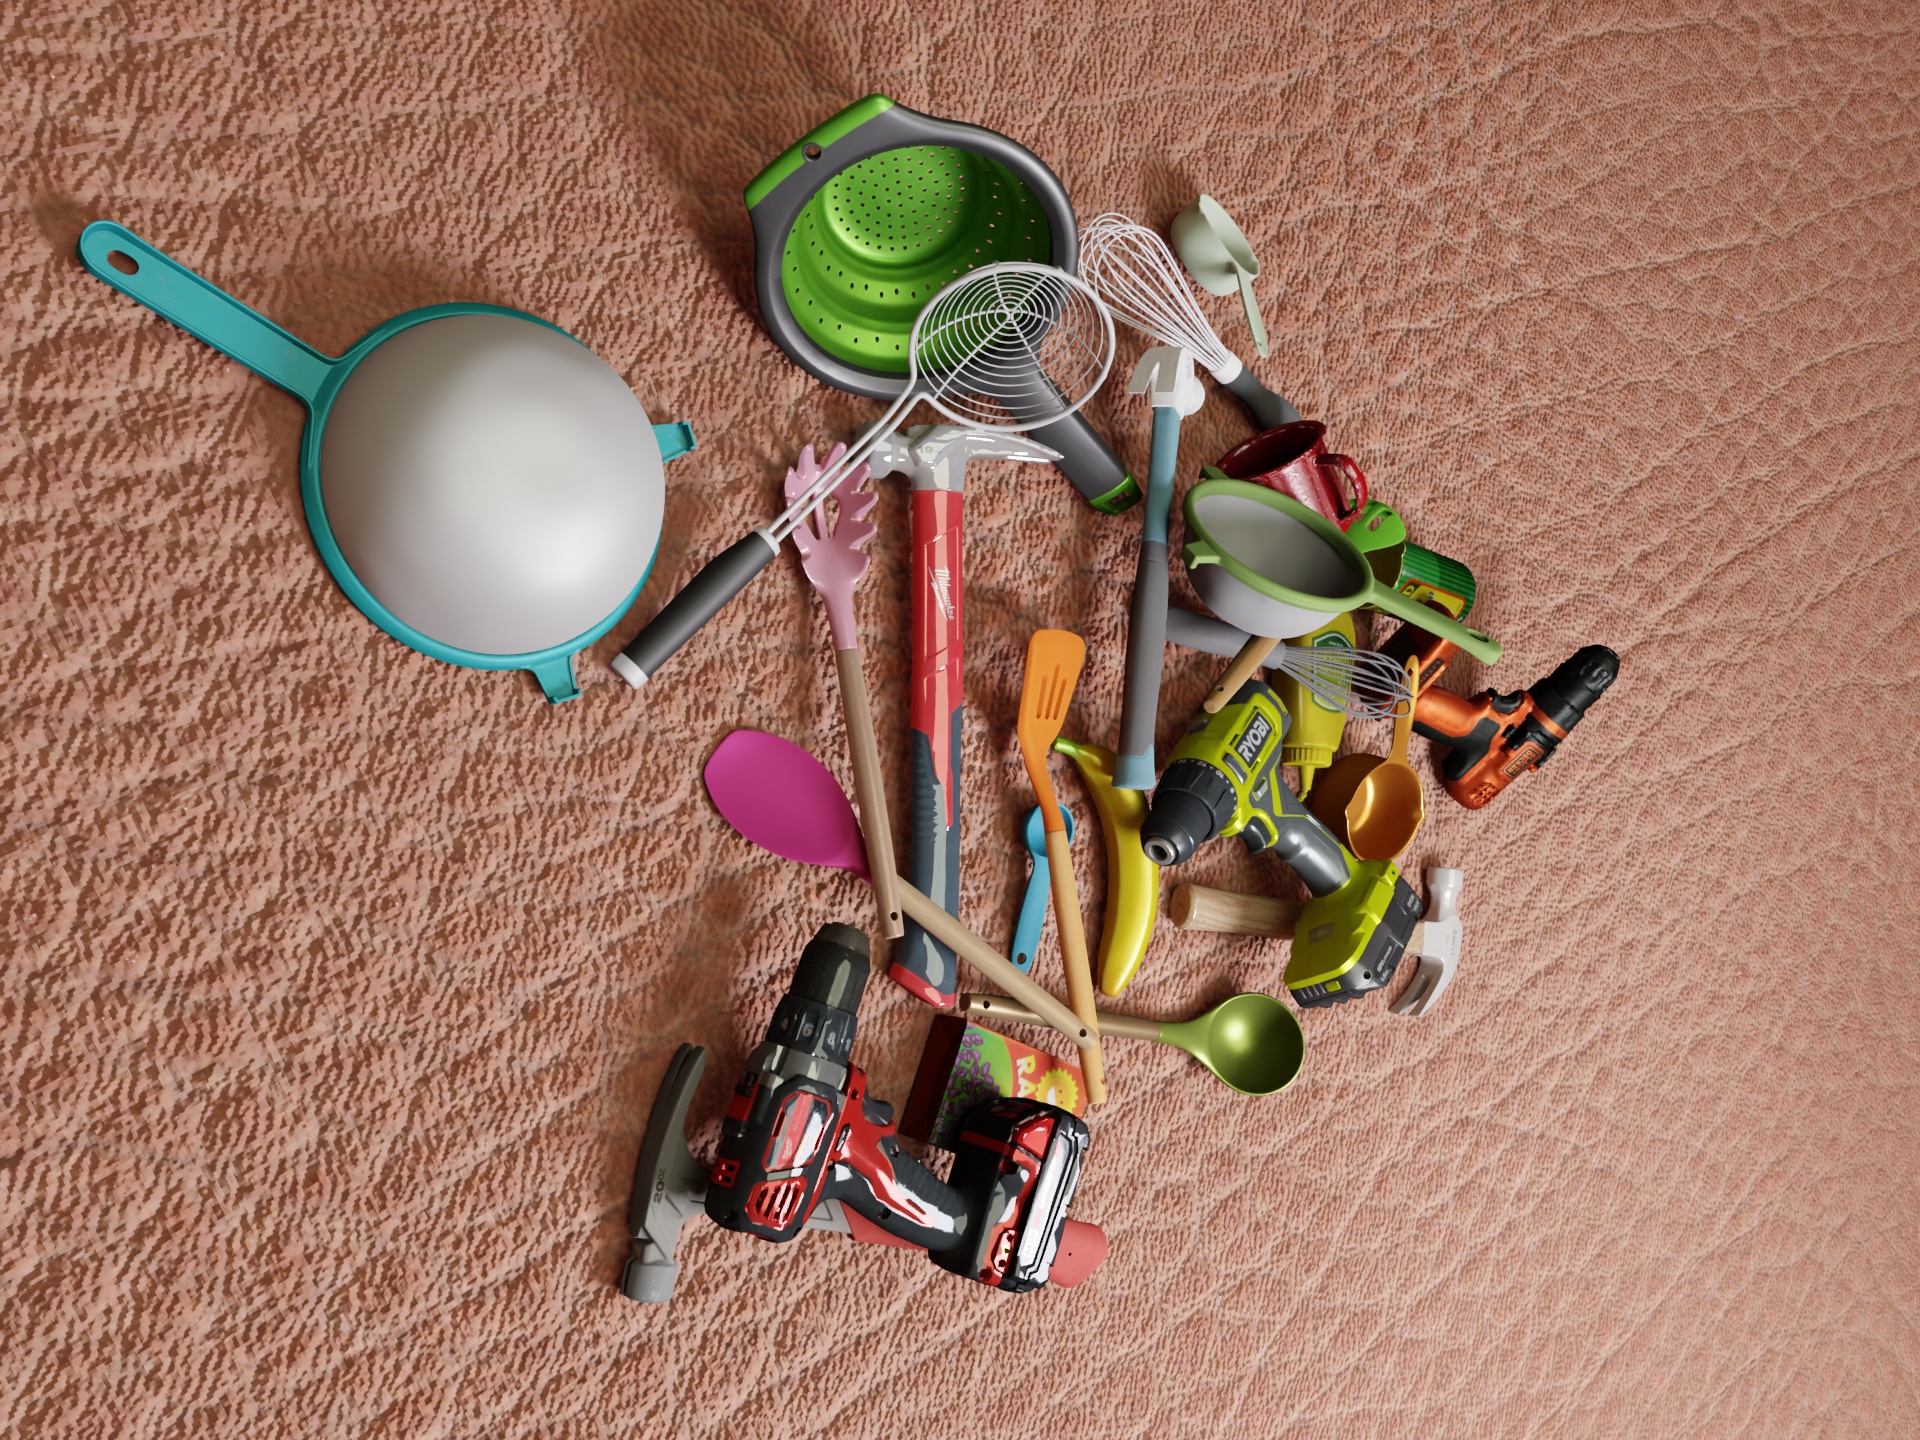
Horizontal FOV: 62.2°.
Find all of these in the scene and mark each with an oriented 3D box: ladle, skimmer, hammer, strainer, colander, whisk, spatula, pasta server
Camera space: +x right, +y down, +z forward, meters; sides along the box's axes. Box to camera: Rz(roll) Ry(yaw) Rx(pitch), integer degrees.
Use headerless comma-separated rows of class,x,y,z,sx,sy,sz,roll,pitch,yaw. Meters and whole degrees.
ladle,0.130,0.220,1.142,0.320,0.062,0.078,17,71,-39
skimmer,-0.059,-0.140,0.965,0.363,0.090,0.127,-46,138,-12
hammer,0.140,-0.112,1.149,0.128,0.033,0.331,30,65,-69
hammer,-0.045,0.314,1.037,0.358,0.037,0.149,20,76,-33
strainer,-0.290,-0.164,0.845,0.340,0.095,0.211,32,70,-32
colander,0.012,-0.275,1.073,0.396,0.204,0.095,39,29,-45
hammer,0.299,0.170,1.299,0.331,0.031,0.130,11,81,-35
strainer,0.266,-0.085,1.161,0.256,0.069,0.152,26,35,-3
hammer,-0.002,-0.003,1.070,0.143,0.038,0.386,1,89,-22
whisk,0.184,-0.292,1.228,0.284,0.070,0.070,33,69,-36
whisk,0.243,-0.048,1.223,0.239,0.055,0.055,16,77,-12
spatula,0.076,0.099,1.093,0.081,0.041,0.323,4,75,-59
pasta server,-0.066,-0.019,1.011,0.060,0.040,0.316,-7,82,-21

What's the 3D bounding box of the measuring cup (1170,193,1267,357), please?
measuring cup,0.199,-0.328,1.207,0.083,0.038,0.168,27,44,-41

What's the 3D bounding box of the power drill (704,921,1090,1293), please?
power drill,-0.033,0.243,0.981,0.226,0.080,0.188,26,73,-27

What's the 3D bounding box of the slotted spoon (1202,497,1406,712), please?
slotted spoon,0.263,-0.096,1.223,0.314,0.070,0.031,-45,147,-39

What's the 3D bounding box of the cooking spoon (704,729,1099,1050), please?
cooking spoon,-0.032,0.117,1.026,0.318,0.017,0.069,39,67,-11

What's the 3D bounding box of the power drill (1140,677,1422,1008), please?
power drill,0.234,0.102,1.189,0.228,0.080,0.191,51,46,-10

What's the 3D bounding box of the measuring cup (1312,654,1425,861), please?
measuring cup,0.338,0.029,1.304,0.095,0.052,0.173,6,96,-34

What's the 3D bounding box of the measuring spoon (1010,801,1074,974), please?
measuring spoon,0.049,0.119,1.132,0.042,0.021,0.128,13,89,-32
